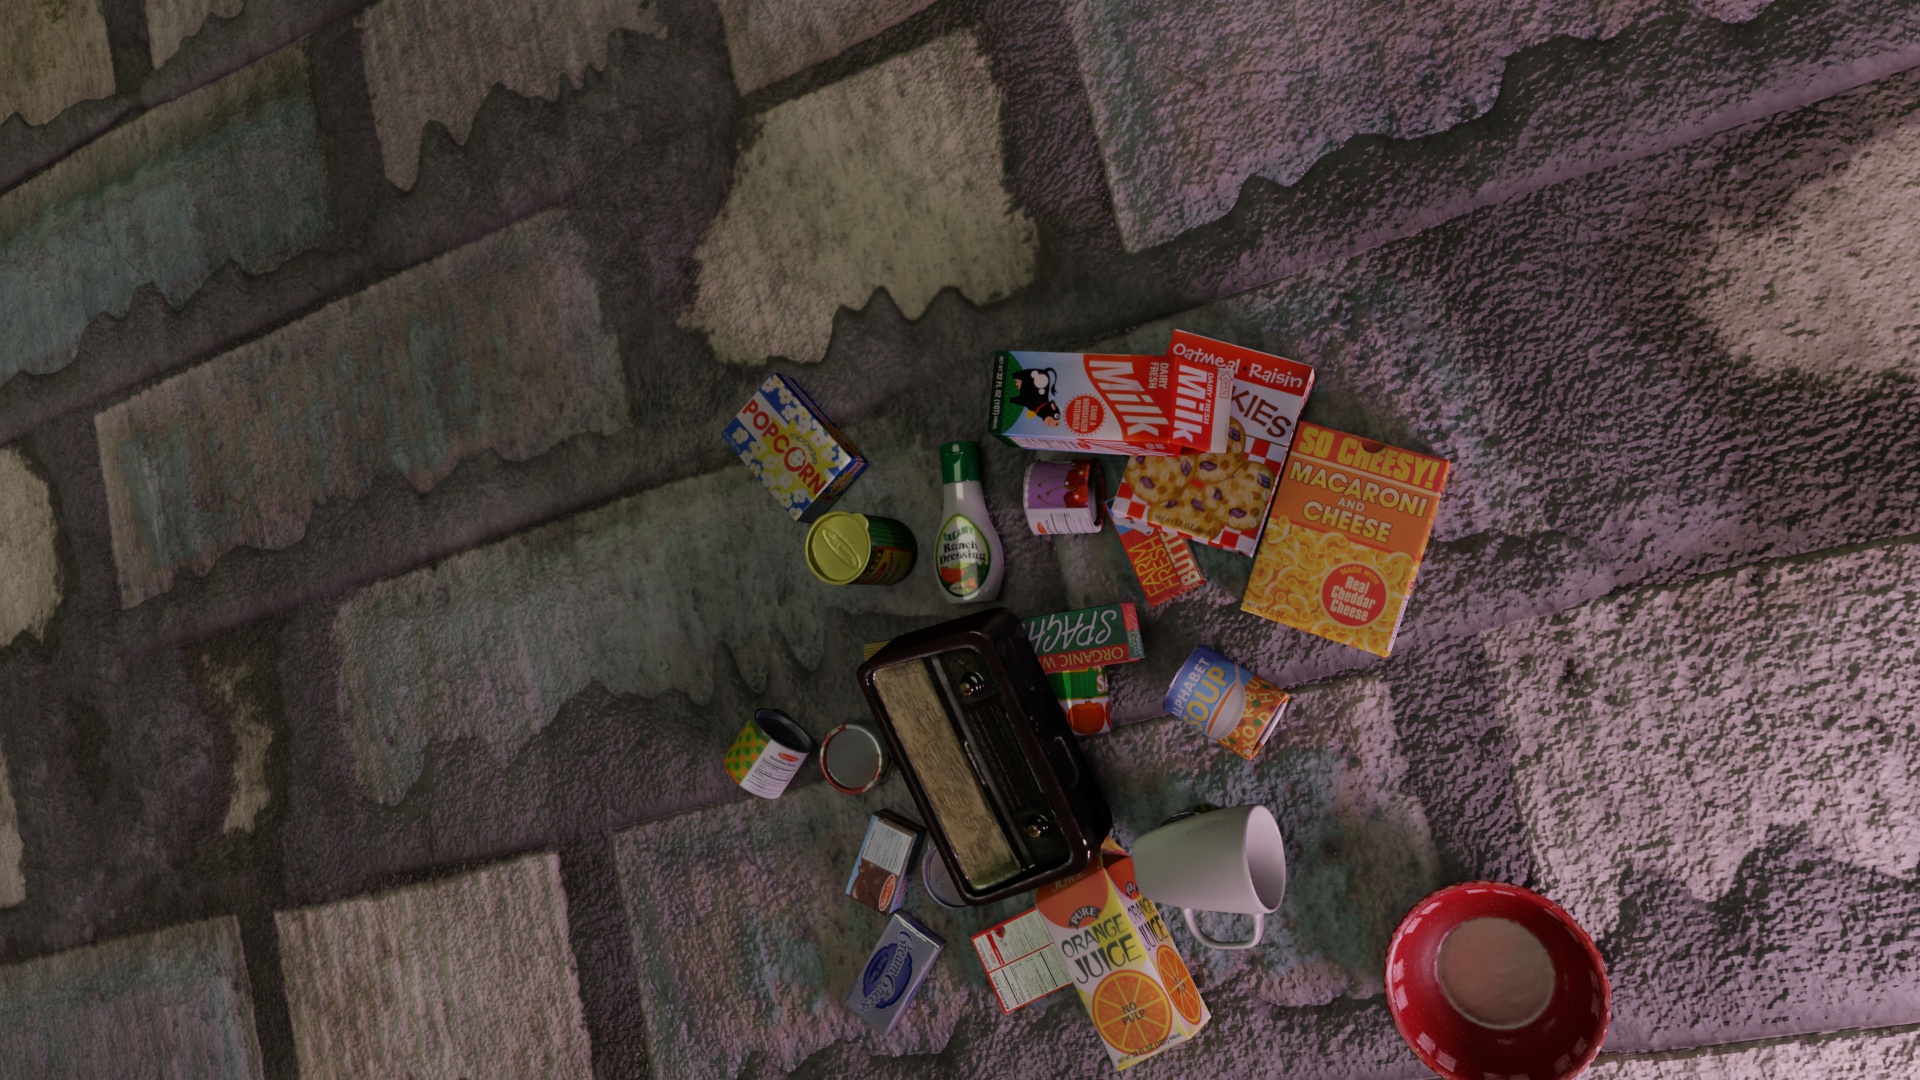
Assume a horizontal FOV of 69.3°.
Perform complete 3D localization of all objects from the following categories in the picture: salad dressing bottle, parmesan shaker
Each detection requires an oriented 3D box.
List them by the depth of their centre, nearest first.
[{"bbox_3d":[0.005,-0.016,1.268,0.064,0.044,0.147,-7,84,21],"label":"salad dressing bottle"},{"bbox_3d":[-0.087,0.007,1.272,0.071,0.103,0.071,-1,87,23],"label":"parmesan shaker"}]

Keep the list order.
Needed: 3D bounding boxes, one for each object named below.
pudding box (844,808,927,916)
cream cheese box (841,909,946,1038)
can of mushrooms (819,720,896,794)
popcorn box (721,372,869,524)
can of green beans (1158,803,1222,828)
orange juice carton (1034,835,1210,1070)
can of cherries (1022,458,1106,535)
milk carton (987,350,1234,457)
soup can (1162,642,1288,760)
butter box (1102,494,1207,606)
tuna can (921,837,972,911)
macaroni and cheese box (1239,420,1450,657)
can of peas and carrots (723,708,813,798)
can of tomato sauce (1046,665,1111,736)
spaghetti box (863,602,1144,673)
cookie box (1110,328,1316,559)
[{"bbox_3d":[-0.069,0.297,1.285,0.050,0.030,0.083,21,95,21],"label":"pudding box"},{"bbox_3d":[-0.061,0.398,1.278,0.053,0.024,0.103,33,99,21],"label":"cream cheese box"},{"bbox_3d":[-0.097,0.205,1.301,0.071,0.033,0.071,-1,86,22],"label":"can of mushrooms"},{"bbox_3d":[-0.162,-0.089,1.344,0.085,0.038,0.127,-47,71,13],"label":"popcorn box"},{"bbox_3d":[0.199,0.257,1.161,0.071,0.058,0.071,-2,86,22],"label":"can of green beans"},{"bbox_3d":[0.128,0.337,1.177,0.071,0.073,0.193,-32,75,19],"label":"orange juice carton"},{"bbox_3d":[0.093,-0.041,1.222,0.058,0.071,0.071,-3,86,22],"label":"can of cherries"},{"bbox_3d":[0.125,-0.111,1.141,0.190,0.073,0.072,5,85,16],"label":"milk carton"},{"bbox_3d":[0.219,0.134,1.154,0.084,0.071,0.071,31,98,21],"label":"soup can"},{"bbox_3d":[0.169,0.001,1.209,0.053,0.024,0.103,-27,77,18],"label":"butter box"},{"bbox_3d":[-0.001,0.296,1.255,0.071,0.033,0.071,-1,86,22],"label":"tuna can"},{"bbox_3d":[0.316,-0.002,1.140,0.124,0.040,0.166,18,94,22],"label":"macaroni and cheese box"},{"bbox_3d":[-0.184,0.201,1.321,0.071,0.071,0.058,39,102,20],"label":"can of peas and carrots"},{"bbox_3d":[0.097,0.127,1.209,0.071,0.071,0.083,-6,85,22],"label":"can of tomato sauce"},{"bbox_3d":[0.032,0.095,1.186,0.250,0.029,0.050,-11,83,25],"label":"spaghetti box"},{"bbox_3d":[0.214,-0.082,1.174,0.123,0.040,0.167,18,86,17],"label":"cookie box"}]
